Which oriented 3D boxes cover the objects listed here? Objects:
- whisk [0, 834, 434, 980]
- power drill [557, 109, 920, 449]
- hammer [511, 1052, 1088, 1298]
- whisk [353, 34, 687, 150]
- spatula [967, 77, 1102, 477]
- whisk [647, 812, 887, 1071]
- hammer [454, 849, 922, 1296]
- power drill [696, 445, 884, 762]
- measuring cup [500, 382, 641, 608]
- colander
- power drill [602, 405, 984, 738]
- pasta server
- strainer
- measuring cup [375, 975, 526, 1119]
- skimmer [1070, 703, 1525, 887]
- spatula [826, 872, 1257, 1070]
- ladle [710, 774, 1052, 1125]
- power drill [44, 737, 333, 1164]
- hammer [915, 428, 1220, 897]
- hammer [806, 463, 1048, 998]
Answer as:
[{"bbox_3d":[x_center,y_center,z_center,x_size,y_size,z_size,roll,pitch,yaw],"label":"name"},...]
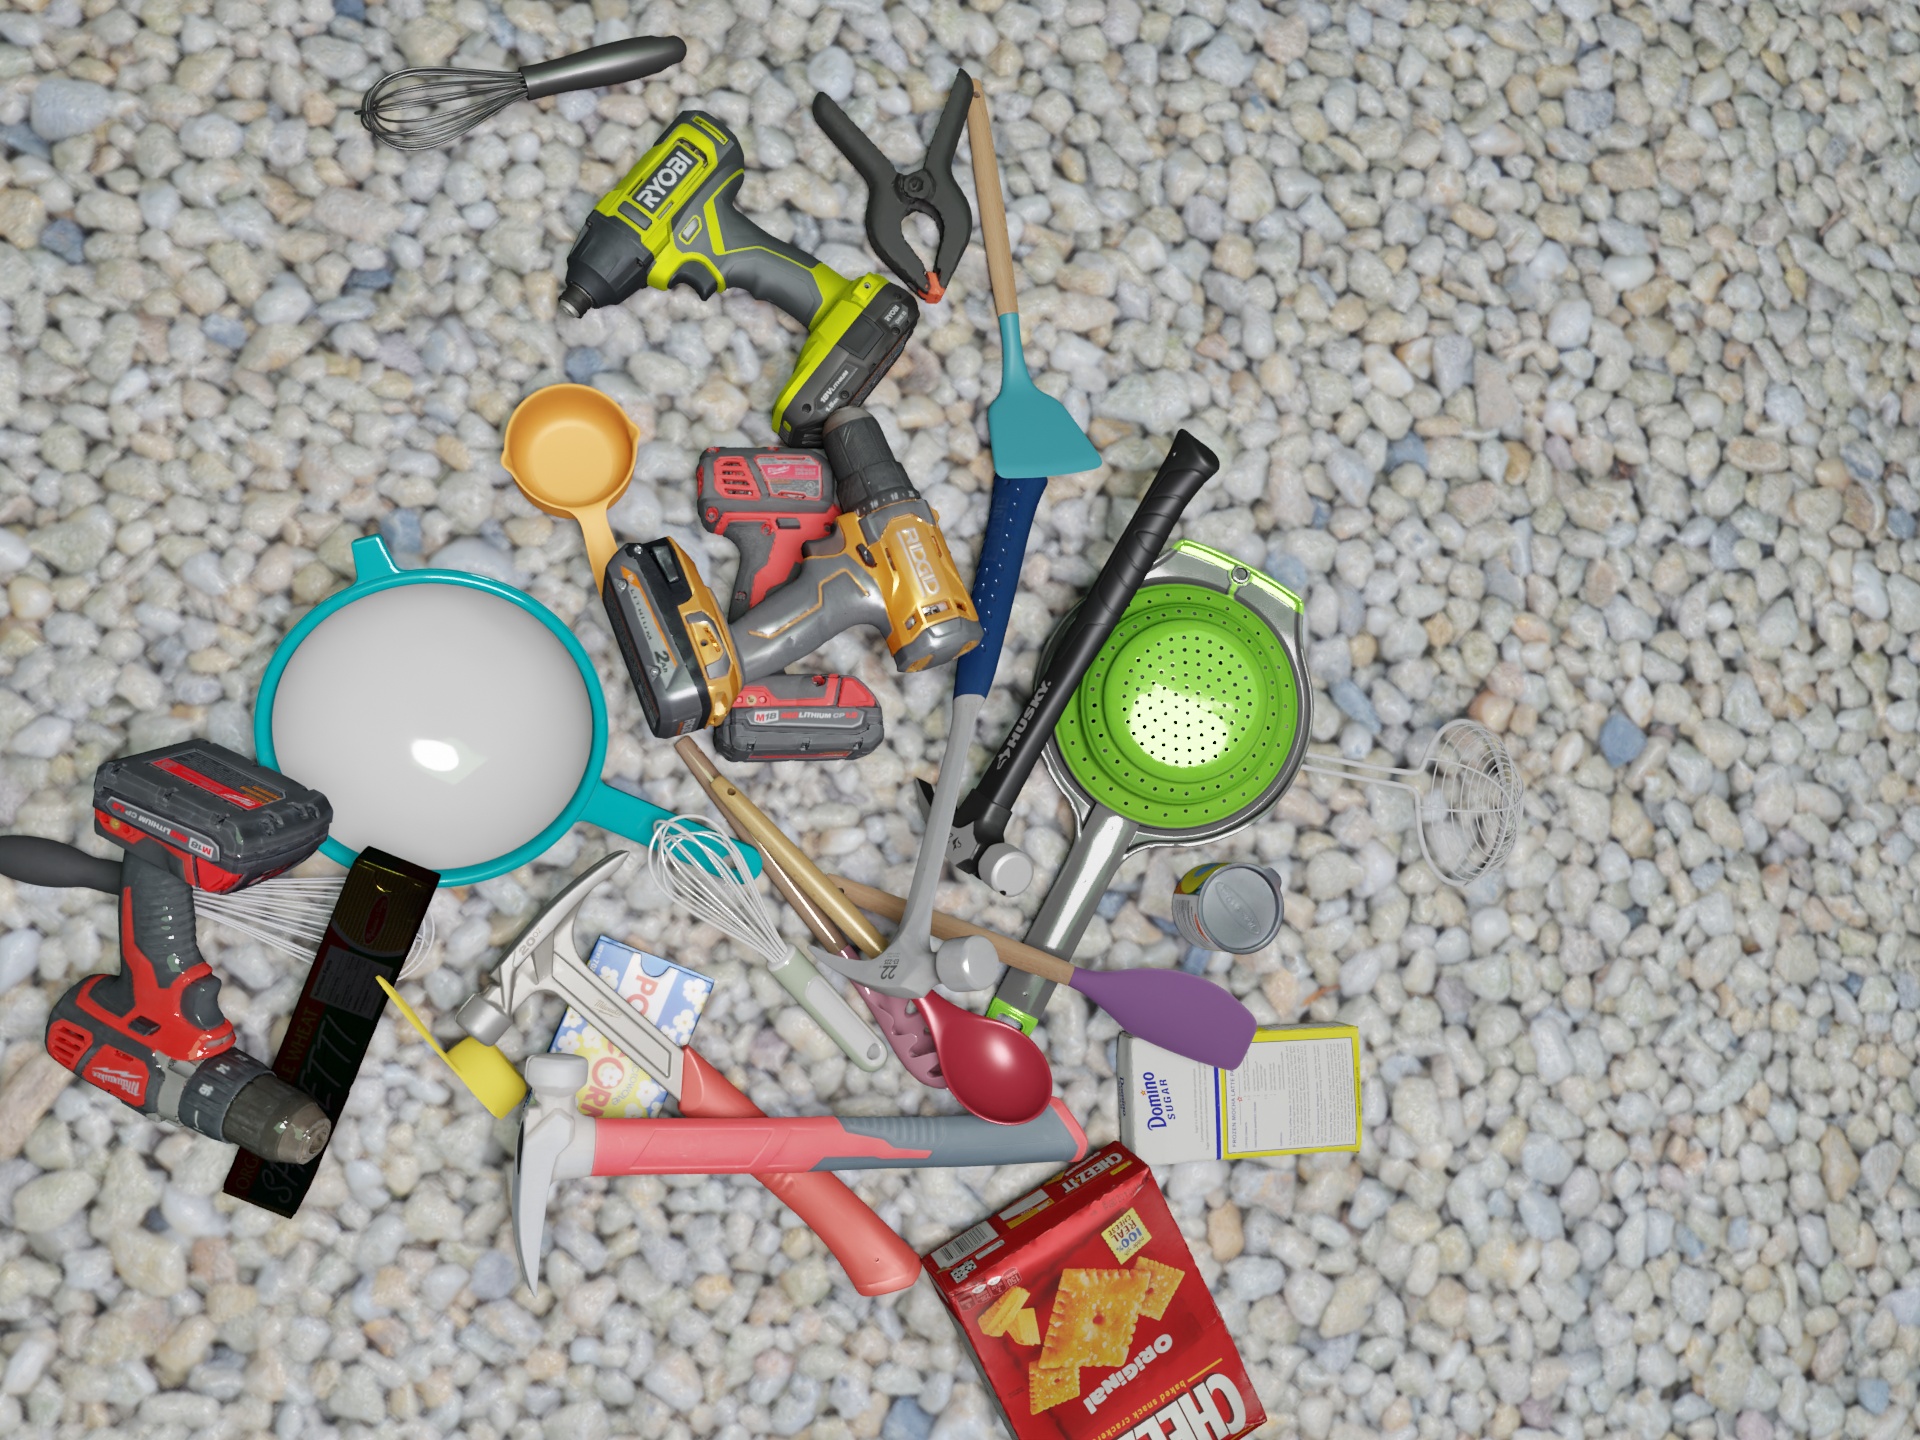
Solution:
[{"bbox_3d":[-0.482,0.115,1.021,0.284,0.070,0.070,13,82,-6],"label":"whisk"},{"bbox_3d":[-0.157,-0.301,1.125,0.223,0.080,0.171,37,77,-3],"label":"power drill"},{"bbox_3d":[-0.093,0.293,1.040,0.386,0.038,0.143,6,85,-24],"label":"hammer"},{"bbox_3d":[-0.306,-0.450,1.120,0.239,0.055,0.055,-21,89,-17],"label":"whisk"},{"bbox_3d":[0.037,-0.331,1.185,0.082,0.044,0.317,-8,85,-14],"label":"spatula"},{"bbox_3d":[-0.125,0.154,1.072,0.246,0.059,0.058,52,60,-23],"label":"whisk"},{"bbox_3d":[-0.152,0.253,1.058,0.359,0.037,0.149,46,73,-15],"label":"hammer"},{"bbox_3d":[-0.110,-0.084,1.114,0.143,0.078,0.220,-1,82,-13],"label":"power drill"},{"bbox_3d":[-0.256,-0.143,1.098,0.095,0.052,0.173,-17,90,-14],"label":"measuring cup"},{"bbox_3d":[0.115,0.060,1.110,0.204,0.094,0.397,27,88,2],"label":"colander"},{"bbox_3d":[-0.117,-0.100,1.040,0.226,0.084,0.185,-19,81,-19],"label":"power drill"},{"bbox_3d":[-0.095,0.135,1.113,0.040,0.060,0.316,-37,90,16],"label":"pasta server"},{"bbox_3d":[-0.287,0.021,1.058,0.340,0.095,0.211,27,99,-24],"label":"strainer"},{"bbox_3d":[-0.322,0.199,1.010,0.029,0.062,0.156,-39,139,-18],"label":"measuring cup"},{"bbox_3d":[0.256,0.036,1.206,0.363,0.090,0.127,12,80,-1],"label":"skimmer"},{"bbox_3d":[0.053,0.165,1.101,0.316,0.018,0.059,20,105,2],"label":"spatula"},{"bbox_3d":[-0.059,0.153,1.081,0.315,0.031,0.069,46,58,4],"label":"ladle"},{"bbox_3d":[-0.443,0.145,0.946,0.188,0.080,0.226,23,107,13],"label":"power drill"},{"bbox_3d":[0.078,-0.049,1.086,0.035,0.146,0.335,29,91,-30],"label":"hammer"},{"bbox_3d":[-0.002,-0.003,1.084,0.035,0.144,0.406,38,54,-38],"label":"hammer"}]
